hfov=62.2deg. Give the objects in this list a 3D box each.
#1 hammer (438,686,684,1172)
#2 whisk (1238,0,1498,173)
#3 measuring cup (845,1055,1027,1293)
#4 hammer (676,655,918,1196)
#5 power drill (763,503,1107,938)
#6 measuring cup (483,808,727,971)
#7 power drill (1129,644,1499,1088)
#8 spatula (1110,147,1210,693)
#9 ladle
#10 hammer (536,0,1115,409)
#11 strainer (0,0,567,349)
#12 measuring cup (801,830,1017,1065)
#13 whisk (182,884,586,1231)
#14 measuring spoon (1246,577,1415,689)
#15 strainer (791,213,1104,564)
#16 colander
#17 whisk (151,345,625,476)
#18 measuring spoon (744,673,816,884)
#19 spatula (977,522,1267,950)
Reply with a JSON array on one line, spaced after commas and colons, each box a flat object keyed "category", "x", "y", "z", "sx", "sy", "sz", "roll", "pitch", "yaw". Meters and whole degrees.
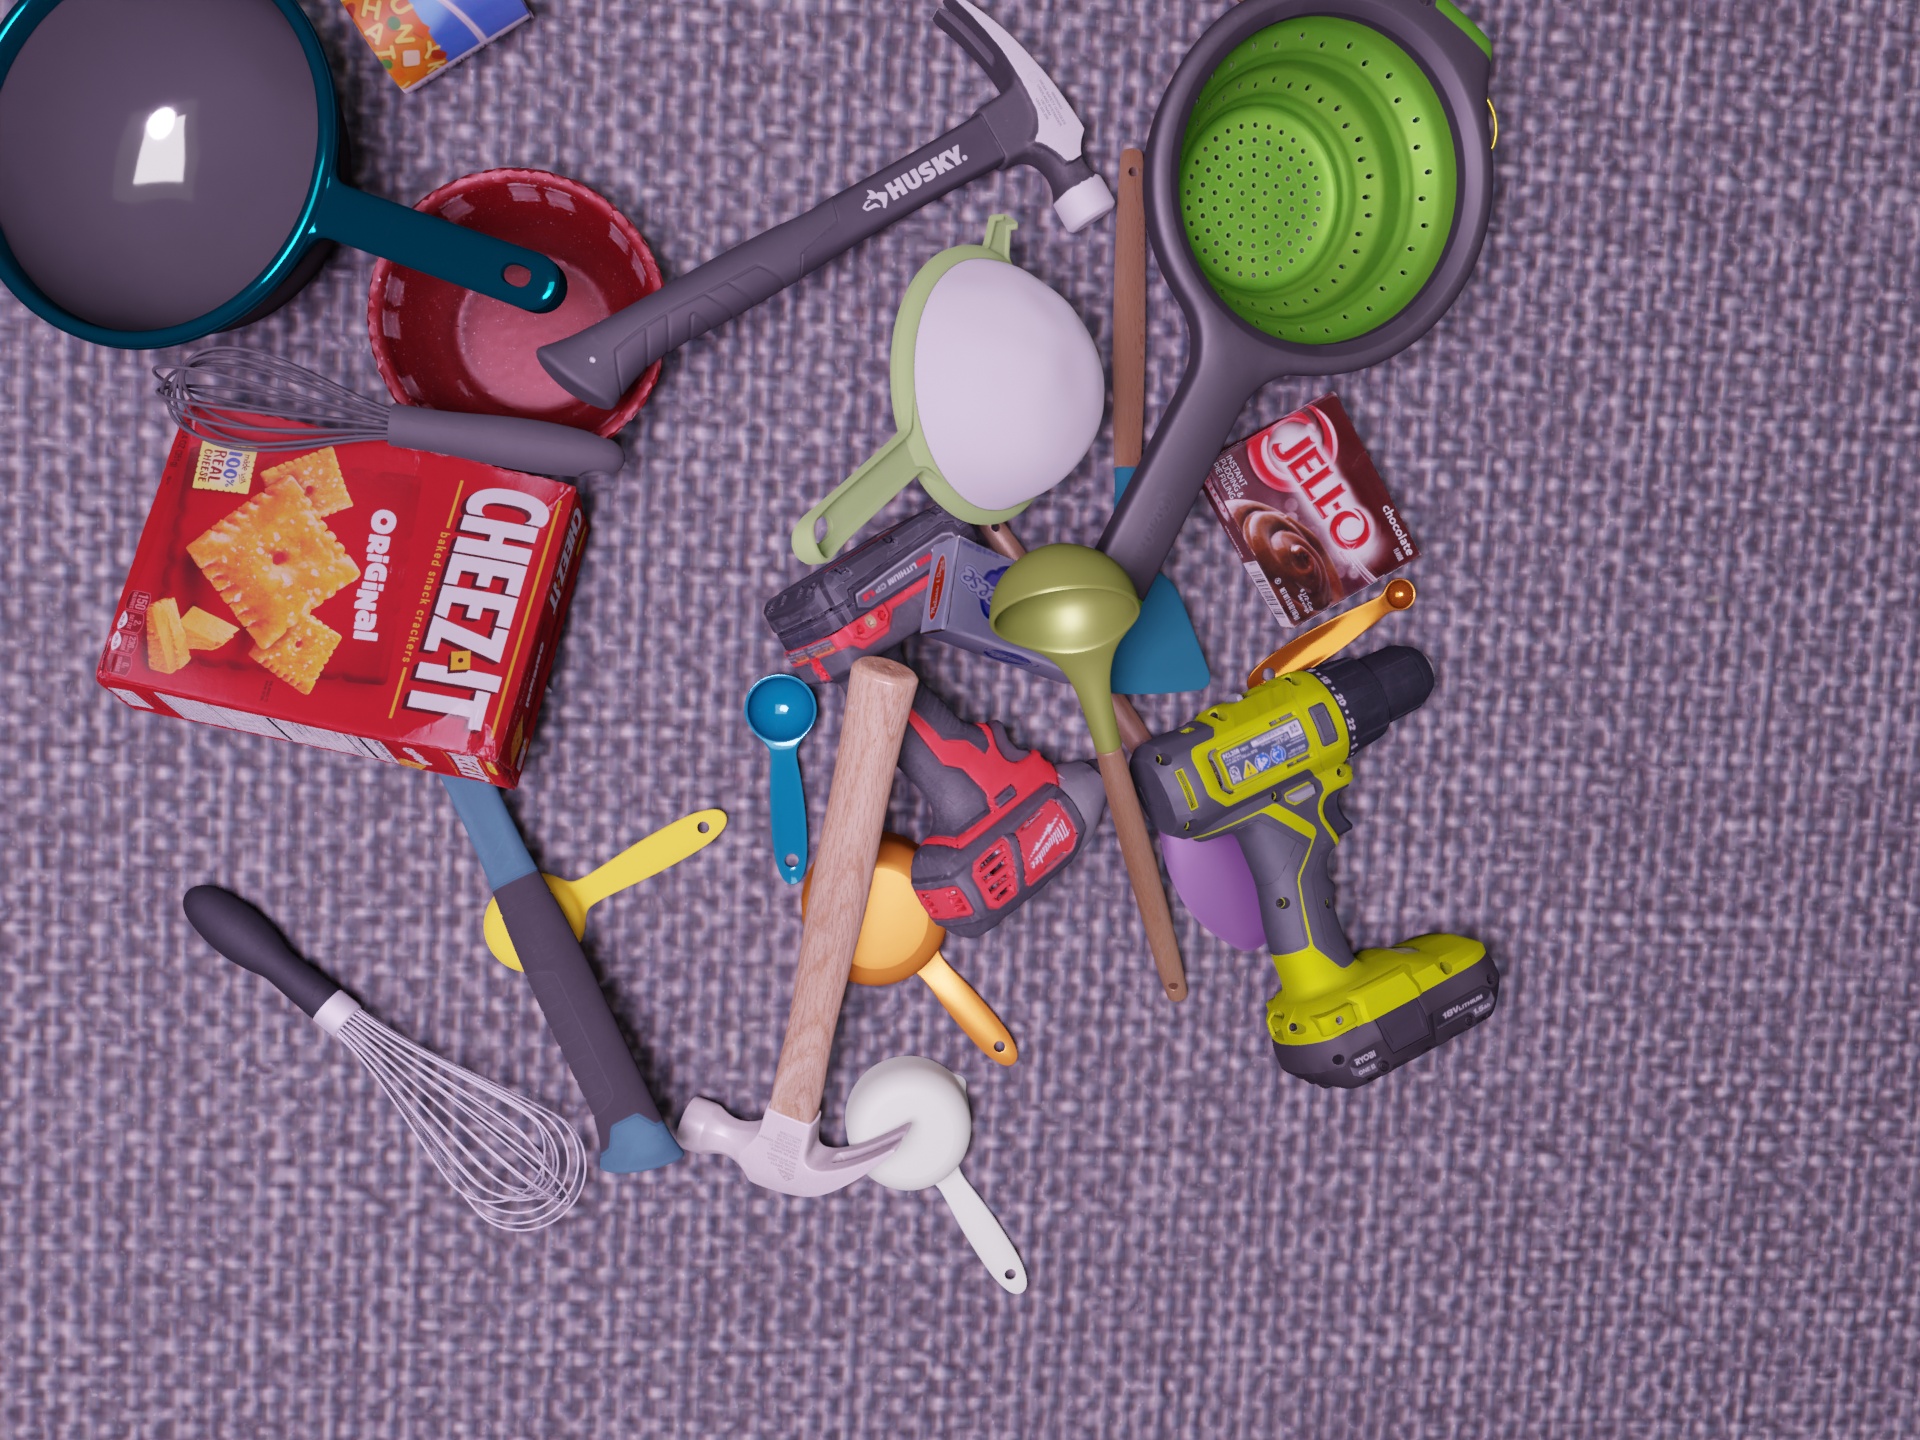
[{"category": "hammer", "x": -0.245, "y": 0.103, "z": 0.894, "sx": 0.128, "sy": 0.033, "sz": 0.331, "roll": -26, "pitch": 85, "yaw": -9}, {"category": "whisk", "x": 0.209, "y": -0.401, "z": 0.922, "sx": 0.245, "sy": 0.047, "sz": 0.051, "roll": 36, "pitch": 51, "yaw": -1}, {"category": "measuring cup", "x": -0.006, "y": 0.280, "z": 0.952, "sx": 0.083, "sy": 0.038, "sz": 0.167, "roll": -33, "pitch": 94, "yaw": -2}, {"category": "hammer", "x": -0.070, "y": 0.122, "z": 0.872, "sx": 0.130, "sy": 0.031, "sz": 0.331, "roll": 18, "pitch": 113, "yaw": 11}, {"category": "power drill", "x": -0.001, "y": -0.003, "z": 0.902, "sx": 0.143, "sy": 0.078, "sz": 0.219, "roll": -36, "pitch": 101, "yaw": -33}, {"category": "measuring cup", "x": -0.206, "y": 0.095, "z": 0.926, "sx": 0.156, "sy": 0.029, "sz": 0.062, "roll": -29, "pitch": 96, "yaw": 0}, {"category": "power drill", "x": 0.225, "y": 0.079, "z": 0.938, "sx": 0.190, "sy": 0.080, "sz": 0.228, "roll": -24, "pitch": 93, "yaw": -14}, {"category": "spatula", "x": 0.102, "y": -0.175, "z": 0.928, "sx": 0.082, "sy": 0.044, "sz": 0.317, "roll": 0, "pitch": 93, "yaw": -6}, {"category": "ladle", "x": 0.087, "y": 0.043, "z": 0.880, "sx": 0.078, "sy": 0.062, "sz": 0.319, "roll": -10, "pitch": 121, "yaw": 15}, {"category": "hammer", "x": -0.081, "y": -0.272, "z": 0.875, "sx": 0.335, "sy": 0.035, "sz": 0.146, "roll": -34, "pitch": 98, "yaw": -15}, {"category": "strainer", "x": -0.347, "y": -0.270, "z": 0.837, "sx": 0.340, "sy": 0.095, "sz": 0.211, "roll": 21, "pitch": 93, "yaw": 8}, {"category": "measuring cup", "x": -0.022, "y": 0.143, "z": 0.934, "sx": 0.095, "sy": 0.052, "sz": 0.173, "roll": -41, "pitch": 94, "yaw": -1}, {"category": "whisk", "x": -0.332, "y": 0.188, "z": 0.914, "sx": 0.284, "sy": 0.070, "sz": 0.070, "roll": 40, "pitch": 90, "yaw": -1}, {"category": "measuring spoon", "x": 0.224, "y": -0.051, "z": 0.965, "sx": 0.117, "sy": 0.011, "sz": 0.021, "roll": -32, "pitch": 96, "yaw": 2}, {"category": "strainer", "x": 0.007, "y": -0.152, "z": 0.820, "sx": 0.069, "sy": 0.256, "sz": 0.151, "roll": 2, "pitch": 126, "yaw": 36}, {"category": "colander", "x": 0.147, "y": -0.224, "z": 0.895, "sx": 0.204, "sy": 0.094, "sz": 0.397, "roll": 27, "pitch": 92, "yaw": -20}, {"category": "whisk", "x": -0.297, "y": -0.157, "z": 0.835, "sx": 0.239, "sy": 0.055, "sz": 0.055, "roll": 8, "pitch": 93, "yaw": -11}, {"category": "measuring spoon", "x": -0.103, "y": 0.034, "z": 0.942, "sx": 0.042, "sy": 0.021, "sz": 0.128, "roll": -3, "pitch": 103, "yaw": -4}, {"category": "spatula", "x": 0.099, "y": 0.005, "z": 0.952, "sx": 0.060, "sy": 0.018, "sz": 0.316, "roll": -35, "pitch": 97, "yaw": -6}]
